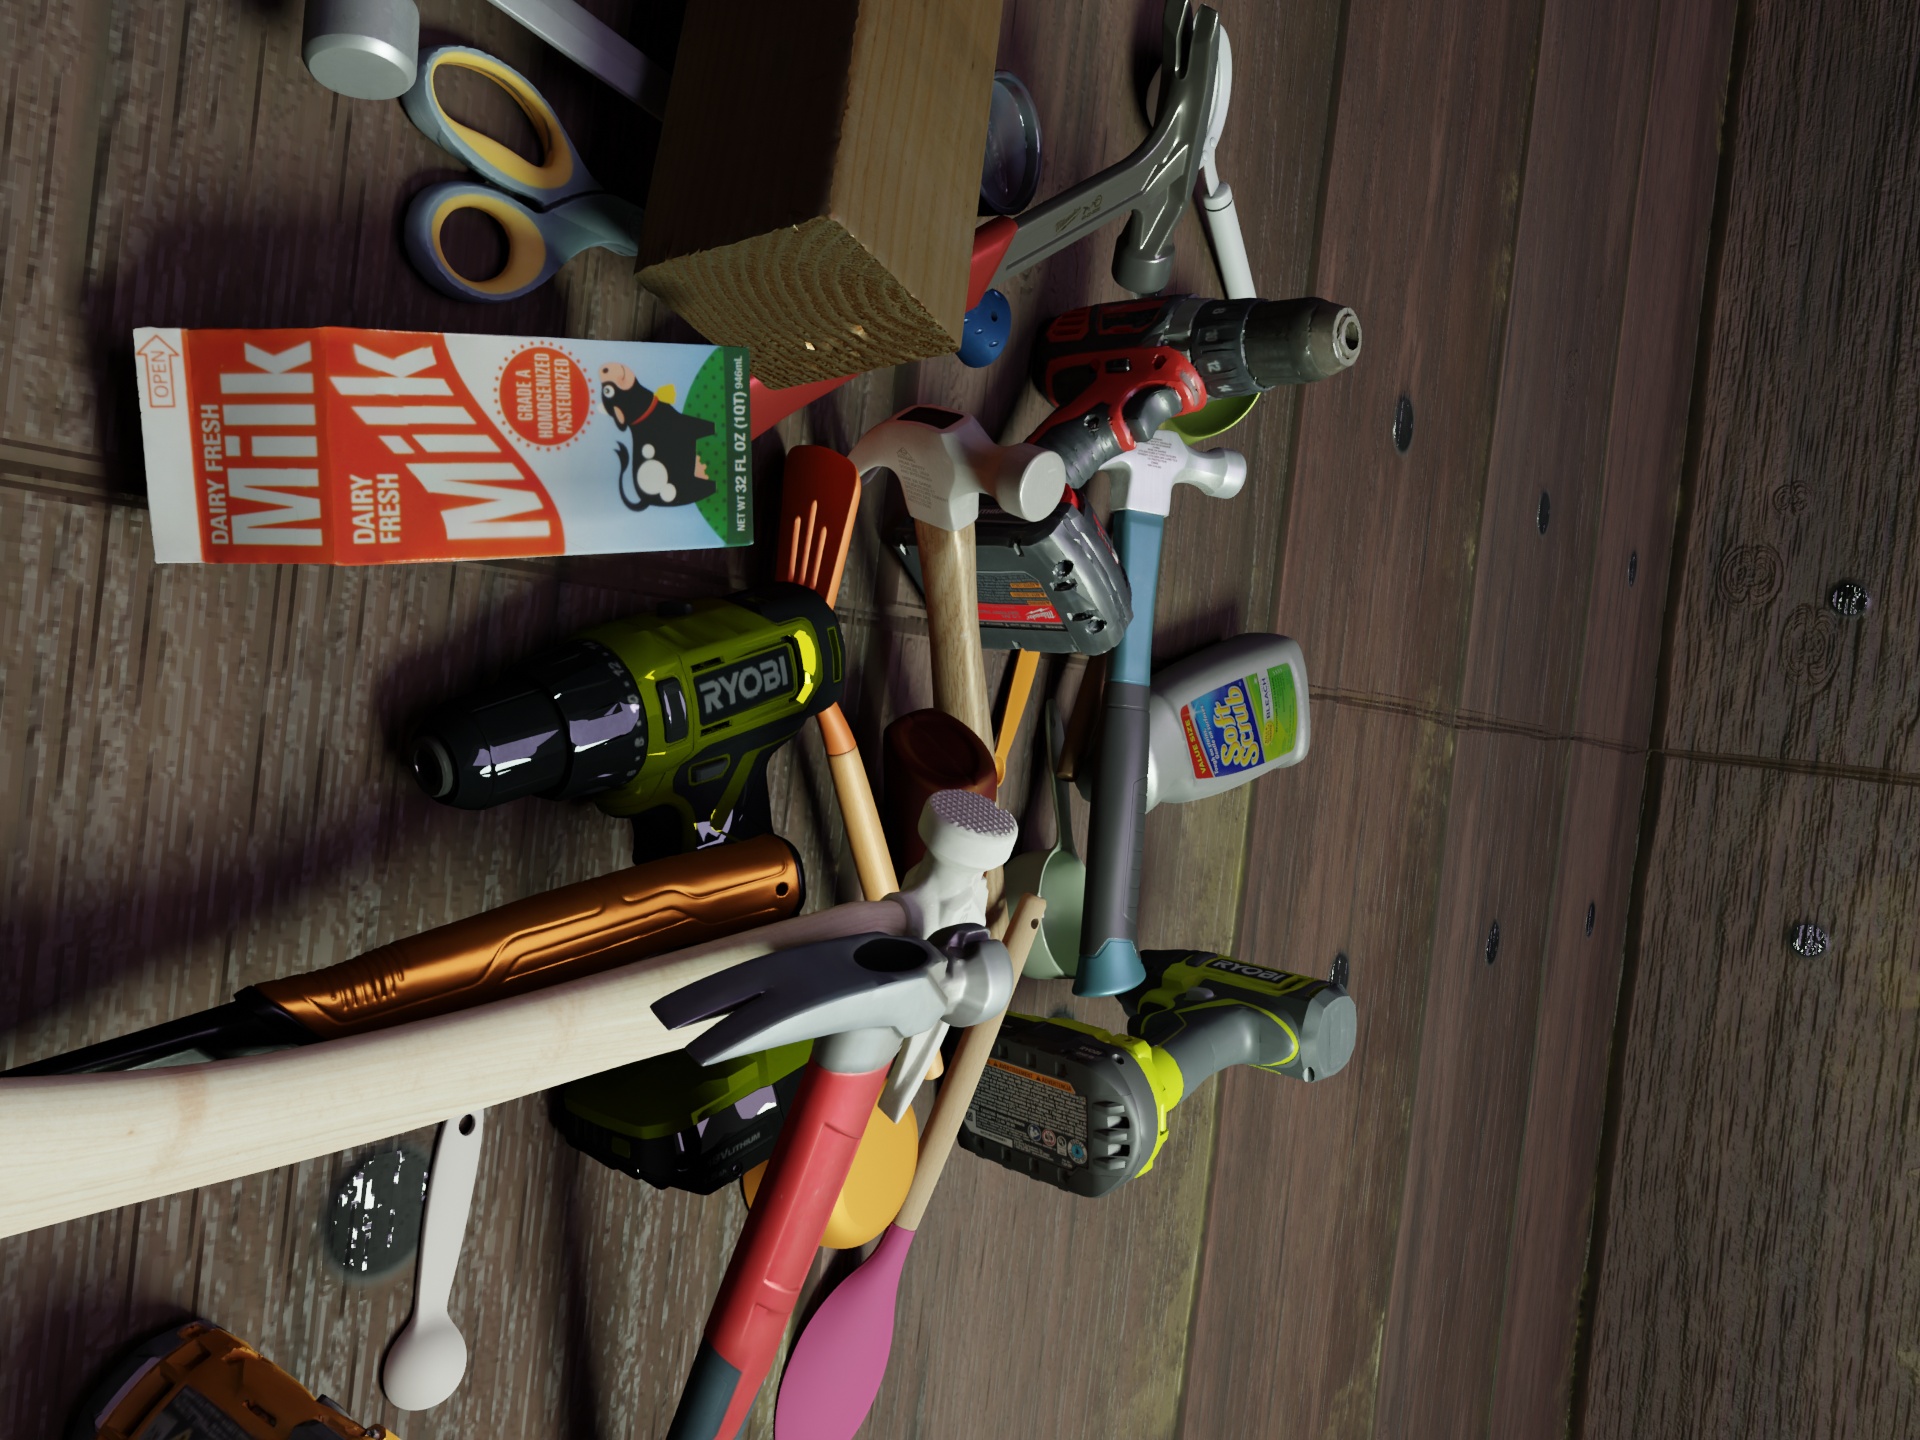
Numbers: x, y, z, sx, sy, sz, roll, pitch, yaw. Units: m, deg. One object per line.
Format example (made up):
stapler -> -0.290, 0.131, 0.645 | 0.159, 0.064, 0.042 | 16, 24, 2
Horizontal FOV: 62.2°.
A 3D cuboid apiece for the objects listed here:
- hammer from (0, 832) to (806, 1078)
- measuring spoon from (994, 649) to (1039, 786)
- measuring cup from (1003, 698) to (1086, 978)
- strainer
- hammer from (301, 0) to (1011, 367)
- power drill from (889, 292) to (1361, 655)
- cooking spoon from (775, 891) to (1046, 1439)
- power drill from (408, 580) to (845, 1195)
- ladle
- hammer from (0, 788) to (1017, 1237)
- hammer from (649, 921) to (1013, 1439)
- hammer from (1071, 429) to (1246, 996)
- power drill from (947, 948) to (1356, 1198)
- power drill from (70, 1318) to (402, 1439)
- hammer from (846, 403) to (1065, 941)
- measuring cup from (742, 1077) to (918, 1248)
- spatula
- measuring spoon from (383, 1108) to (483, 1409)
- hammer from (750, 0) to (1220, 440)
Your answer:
hammer -> -0.192, 0.082, 0.512 | 0.336, 0.034, 0.127 | -14, 107, -40
measuring spoon -> 0.029, -0.016, 0.915 | 0.021, 0.011, 0.117 | 43, 58, -51
measuring cup -> 0.046, 0.070, 0.939 | 0.083, 0.038, 0.168 | 24, 59, -57
strainer -> 0.160, -0.342, 1.021 | 0.087, 0.050, 0.258 | -59, 145, -22
hammer -> -0.090, -0.241, 0.659 | 0.405, 0.035, 0.144 | 17, 71, -58
power drill -> 0.088, -0.141, 0.823 | 0.227, 0.188, 0.080 | -57, 132, -28
cooking spoon -> -0.021, 0.240, 0.833 | 0.068, 0.017, 0.319 | 26, 84, -41
power drill -> -0.120, 0.068, 0.649 | 0.190, 0.080, 0.228 | -23, 113, -47
ladle -> 0.119, -0.108, 0.973 | 0.078, 0.062, 0.320 | 38, 63, -41
hammer -> -0.145, 0.112, 0.512 | 0.410, 0.038, 0.146 | -6, 123, -46
hammer -> -0.099, 0.249, 0.619 | 0.143, 0.038, 0.386 | -4, 123, -45
hammer -> 0.097, -0.007, 0.919 | 0.128, 0.033, 0.331 | 8, 83, -26
power drill -> 0.103, 0.190, 0.934 | 0.223, 0.171, 0.080 | -12, 105, -46
power drill -> -0.233, 0.295, 0.429 | 0.226, 0.185, 0.084 | -53, 138, -32
hammer -> -0.001, -0.003, 0.796 | 0.031, 0.130, 0.331 | -35, 136, -34
measuring cup -> -0.047, 0.176, 0.795 | 0.095, 0.052, 0.174 | 39, 64, -52
spatula -> -0.042, 0.032, 0.753 | 0.041, 0.081, 0.322 | -23, 114, -21
measuring spoon -> -0.195, 0.204, 0.611 | 0.034, 0.018, 0.124 | 13, 84, -56
hammer -> -0.012, -0.199, 0.708 | 0.359, 0.037, 0.149 | -37, 151, -30
